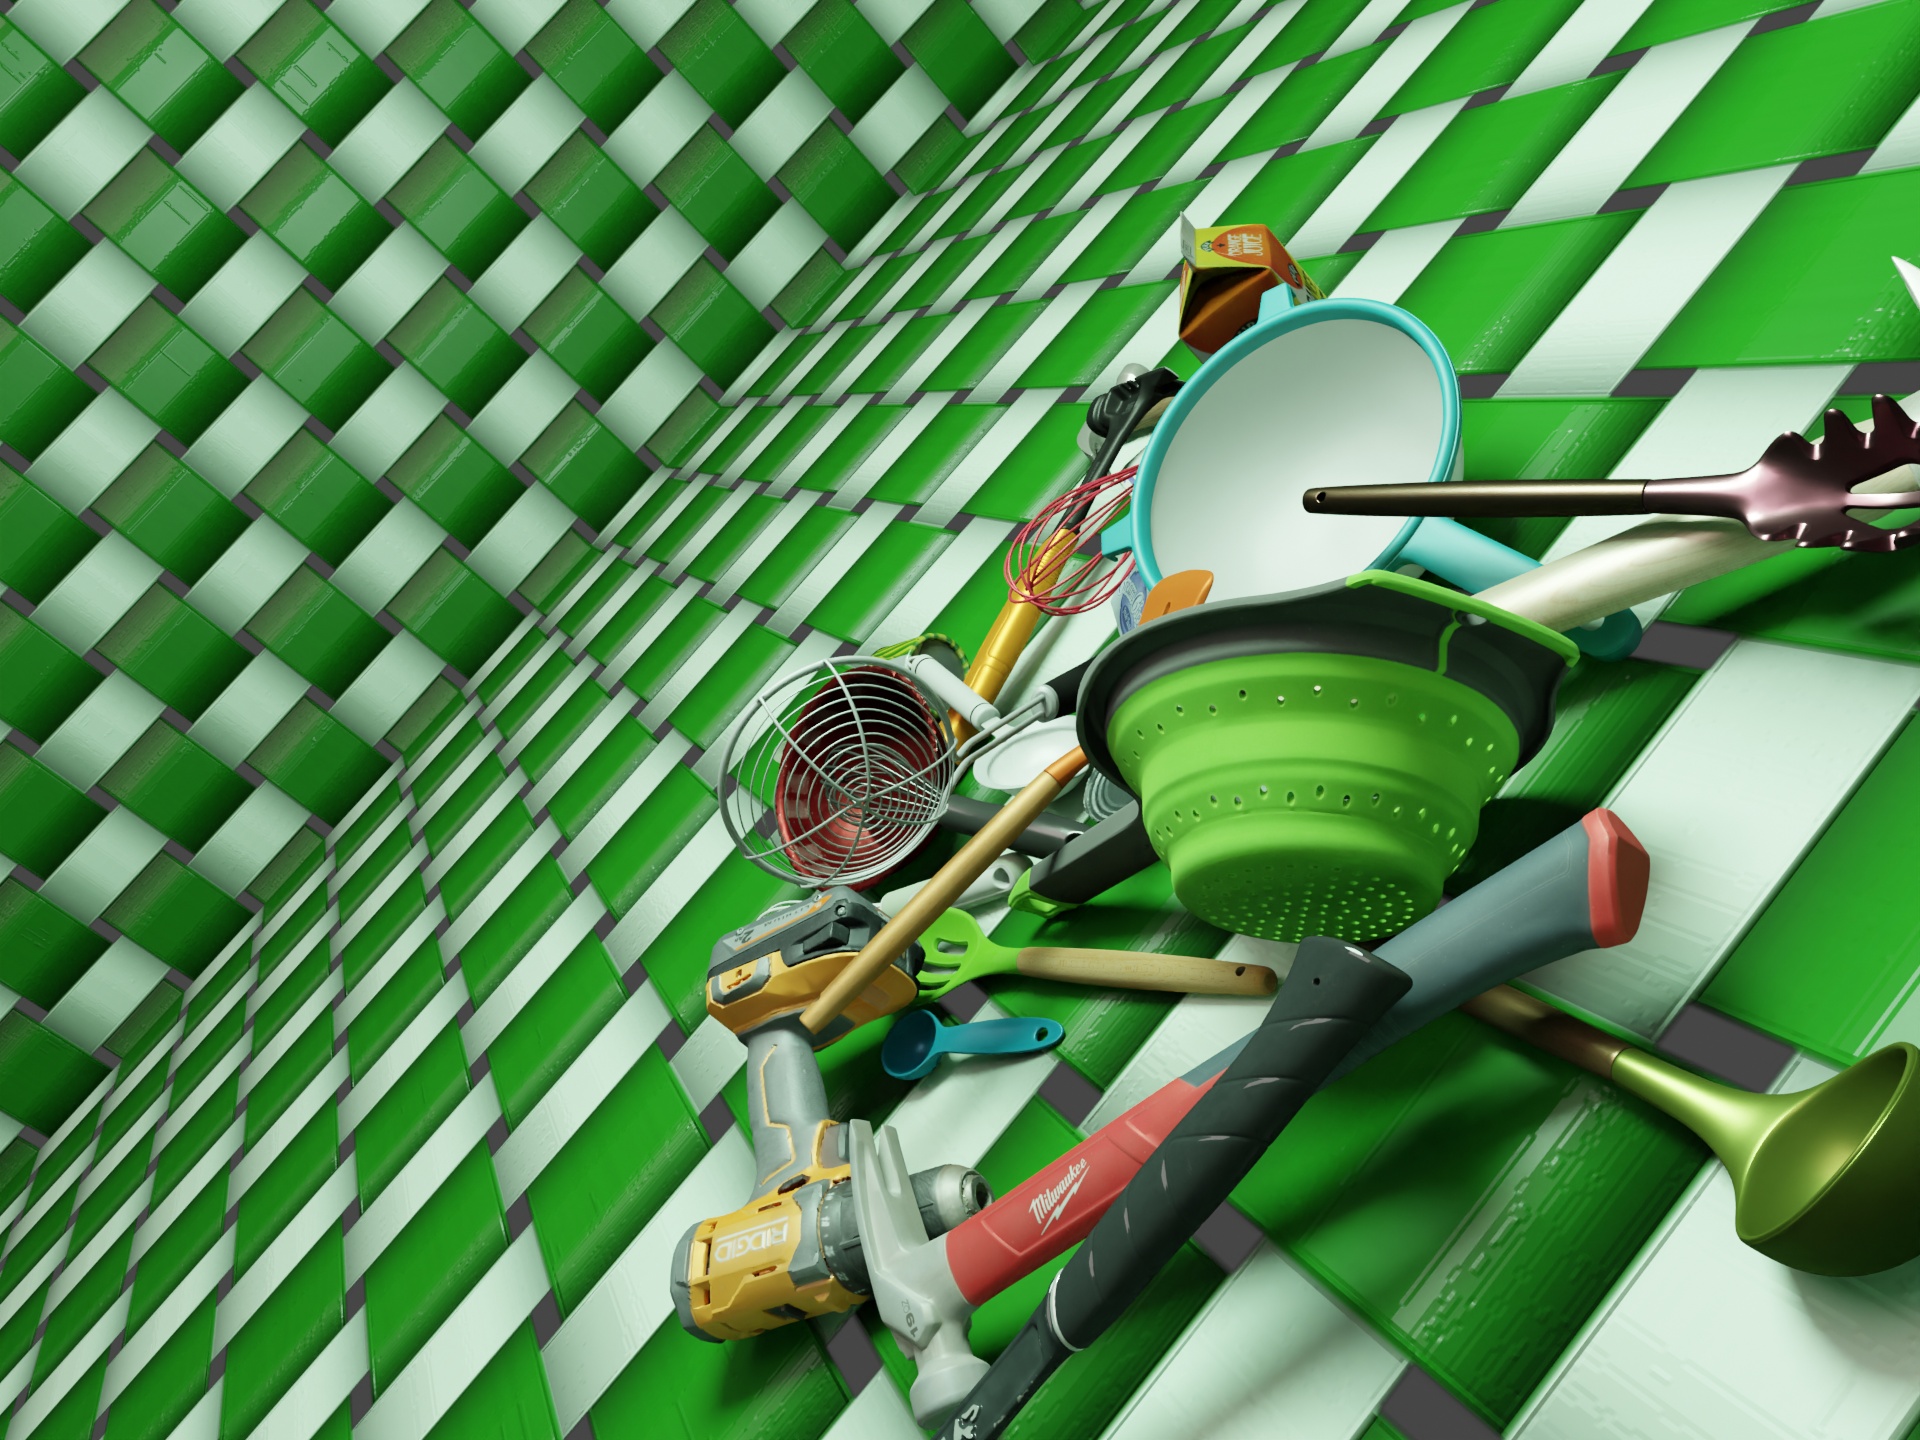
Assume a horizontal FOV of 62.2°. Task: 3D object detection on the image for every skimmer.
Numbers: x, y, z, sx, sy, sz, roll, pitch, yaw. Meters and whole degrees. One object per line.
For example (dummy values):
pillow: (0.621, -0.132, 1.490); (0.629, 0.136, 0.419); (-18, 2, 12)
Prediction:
skimmer: (-0.001, -0.003, 0.926); (0.090, 0.127, 0.363); (15, 20, 23)

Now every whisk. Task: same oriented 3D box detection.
whisk: (-0.003, 0.055, 0.991); (0.239, 0.055, 0.055); (13, 59, 40)
whisk: (-0.050, 0.126, 1.035); (0.246, 0.058, 0.059); (-22, -1, 36)
whisk: (0.131, -0.163, 1.059); (0.296, 0.073, 0.073); (-45, 20, -28)

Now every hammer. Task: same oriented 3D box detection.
hammer: (0.101, 0.144, 0.656); (0.386, 0.038, 0.143); (-41, 49, 25)
hammer: (0.032, 0.245, 0.613); (0.409, 0.036, 0.149); (-53, 33, 10)
hammer: (0.208, -0.262, 1.243); (0.331, 0.031, 0.130); (-6, 45, 56)
hammer: (0.065, -0.110, 1.168); (0.337, 0.034, 0.127); (-61, 19, -12)
hammer: (0.263, -0.059, 0.742); (0.410, 0.038, 0.146); (-27, 49, 33)

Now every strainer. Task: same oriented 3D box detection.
strainer: (0.242, -0.101, 0.878); (0.211, 0.095, 0.341); (-56, 44, 7)
strainer: (0.022, 0.002, 1.068); (0.087, 0.050, 0.259); (-27, 32, -15)

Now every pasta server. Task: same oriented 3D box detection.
pasta server: (0.274, -0.101, 0.700); (0.316, 0.040, 0.060); (9, 82, 51)

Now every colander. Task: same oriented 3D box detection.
colander: (0.116, 0.066, 0.750); (0.397, 0.204, 0.095); (137, 145, -57)

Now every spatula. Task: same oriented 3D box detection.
spatula: (0.027, 0.043, 0.858); (0.322, 0.041, 0.081); (-45, 12, -10)

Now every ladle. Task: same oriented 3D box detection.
ladle: (0.222, 0.112, 0.591); (0.078, 0.062, 0.320); (-48, 21, -7)

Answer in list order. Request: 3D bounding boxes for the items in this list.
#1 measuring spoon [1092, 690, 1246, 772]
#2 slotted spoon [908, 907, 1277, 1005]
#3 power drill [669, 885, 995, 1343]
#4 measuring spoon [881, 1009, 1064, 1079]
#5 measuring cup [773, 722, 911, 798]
measuring spoon: (0.124, 0.006, 0.969); (0.124, 0.018, 0.034); (-29, 29, 36)
slotted spoon: (0.052, 0.136, 0.873); (0.314, 0.031, 0.070); (-7, 44, 53)
power drill: (-0.065, 0.205, 0.860); (0.185, 0.084, 0.226); (-25, 44, 26)
measuring spoon: (0.010, 0.182, 0.888); (0.128, 0.021, 0.042); (-13, 47, 38)
measuring cup: (-0.084, 0.026, 1.221); (0.168, 0.038, 0.083); (-4, 73, 49)
